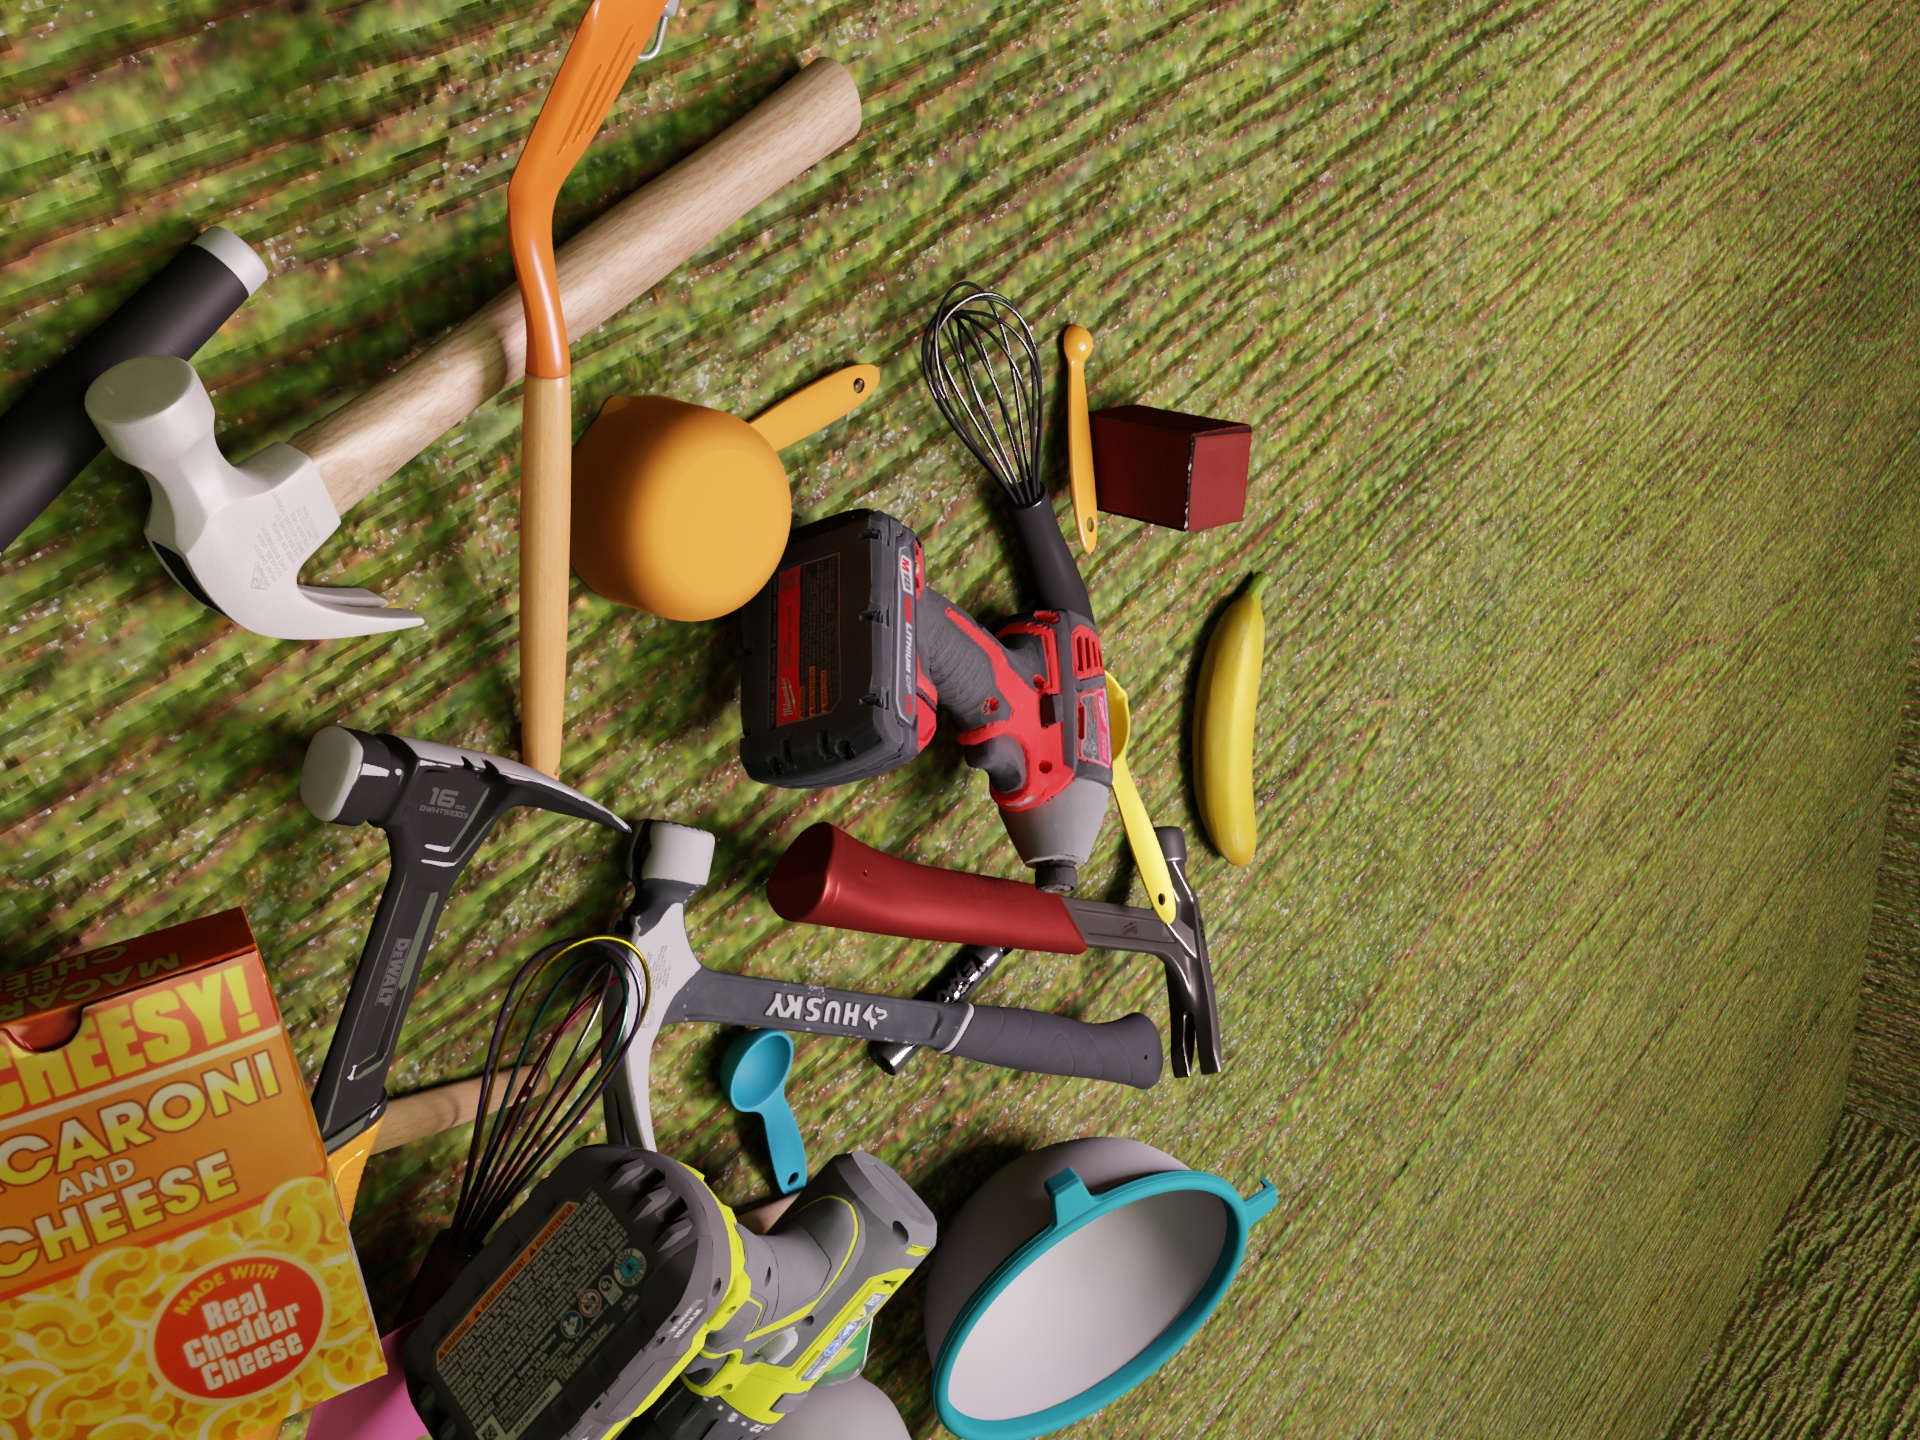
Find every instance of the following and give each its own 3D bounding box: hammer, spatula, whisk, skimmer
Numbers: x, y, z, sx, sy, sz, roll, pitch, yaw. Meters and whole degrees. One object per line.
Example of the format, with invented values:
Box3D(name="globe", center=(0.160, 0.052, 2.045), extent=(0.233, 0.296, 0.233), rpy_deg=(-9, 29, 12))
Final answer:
Box3D(name="hammer", center=(-0.144, -0.149, 0.574), extent=(0.331, 0.031, 0.130), rpy_deg=(-48, 154, -31))
Box3D(name="spatula", center=(-0.135, -0.097, 0.553), extent=(0.081, 0.041, 0.322), rpy_deg=(-74, 177, -55))
Box3D(name="hammer", center=(-0.230, 0.171, 0.585), extent=(0.127, 0.034, 0.337), rpy_deg=(19, 92, -52))
Box3D(name="whisk", center=(0.033, -0.114, 0.795), extent=(0.055, 0.055, 0.238), rpy_deg=(-49, 140, -23))
Box3D(name="whisk", center=(-0.190, 0.196, 0.648), extent=(0.047, 0.051, 0.245), rpy_deg=(15, 103, -61))
Box3D(name="hammer", center=(-0.017, 0.161, 0.813), extent=(0.408, 0.036, 0.149), rpy_deg=(20, 76, -47))
Box3D(name="hammer", center=(0.034, 0.111, 0.826), extent=(0.358, 0.037, 0.149), rpy_deg=(16, 63, -53))
Box3D(name="skimmer", center=(-0.299, 0.007, 0.438), extent=(0.363, 0.090, 0.127), rpy_deg=(-56, 166, -19))

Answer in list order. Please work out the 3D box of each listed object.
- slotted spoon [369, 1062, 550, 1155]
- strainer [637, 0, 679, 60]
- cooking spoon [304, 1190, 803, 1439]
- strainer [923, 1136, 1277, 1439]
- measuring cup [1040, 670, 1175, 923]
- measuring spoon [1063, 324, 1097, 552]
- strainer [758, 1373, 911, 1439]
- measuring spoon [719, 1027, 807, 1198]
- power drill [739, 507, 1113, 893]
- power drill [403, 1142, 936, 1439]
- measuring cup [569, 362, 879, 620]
Box3D(name="slotted spoon", center=(-0.283, 0.170, 0.568), extent=(0.313, 0.031, 0.070), rpy_deg=(-9, 112, -48))
Box3D(name="strainer", center=(-0.081, -0.367, 0.572), extent=(0.086, 0.050, 0.258), rpy_deg=(11, 100, -33))
Box3D(name="cooking spoon", center=(-0.151, 0.252, 0.713), extent=(0.318, 0.017, 0.068), rpy_deg=(-1, 117, -57))
Box3D(name="strainer", center=(0.025, 0.367, 0.952), extent=(0.210, 0.095, 0.340), rpy_deg=(17, 113, -41))
Box3D(name="measuring cup", center=(0.082, 0.044, 0.884), extent=(0.062, 0.029, 0.156), rpy_deg=(-34, 108, -43))
Box3D(name="measuring spoon", center=(0.065, -0.145, 0.822), extent=(0.021, 0.011, 0.117), rpy_deg=(-15, 103, -53))
Box3D(name="strainer", center=(-0.049, 0.449, 0.817), extent=(0.151, 0.069, 0.256), rpy_deg=(-24, 95, -52))
Box3D(name="measuring spoon", center=(-0.098, 0.198, 0.796), extent=(0.042, 0.021, 0.128), rpy_deg=(-41, 141, -33))
Box3D(name="power drill", center=(-0.001, -0.002, 0.743), extent=(0.219, 0.078, 0.143), rpy_deg=(22, 60, -51))
Box3D(name="power drill", center=(-0.121, 0.264, 0.671), extent=(0.190, 0.080, 0.228), rpy_deg=(-48, 151, -1))
Box3D(name="measuring cup", center=(-0.082, -0.106, 0.660), extent=(0.173, 0.052, 0.095), rpy_deg=(-38, 130, -30))
